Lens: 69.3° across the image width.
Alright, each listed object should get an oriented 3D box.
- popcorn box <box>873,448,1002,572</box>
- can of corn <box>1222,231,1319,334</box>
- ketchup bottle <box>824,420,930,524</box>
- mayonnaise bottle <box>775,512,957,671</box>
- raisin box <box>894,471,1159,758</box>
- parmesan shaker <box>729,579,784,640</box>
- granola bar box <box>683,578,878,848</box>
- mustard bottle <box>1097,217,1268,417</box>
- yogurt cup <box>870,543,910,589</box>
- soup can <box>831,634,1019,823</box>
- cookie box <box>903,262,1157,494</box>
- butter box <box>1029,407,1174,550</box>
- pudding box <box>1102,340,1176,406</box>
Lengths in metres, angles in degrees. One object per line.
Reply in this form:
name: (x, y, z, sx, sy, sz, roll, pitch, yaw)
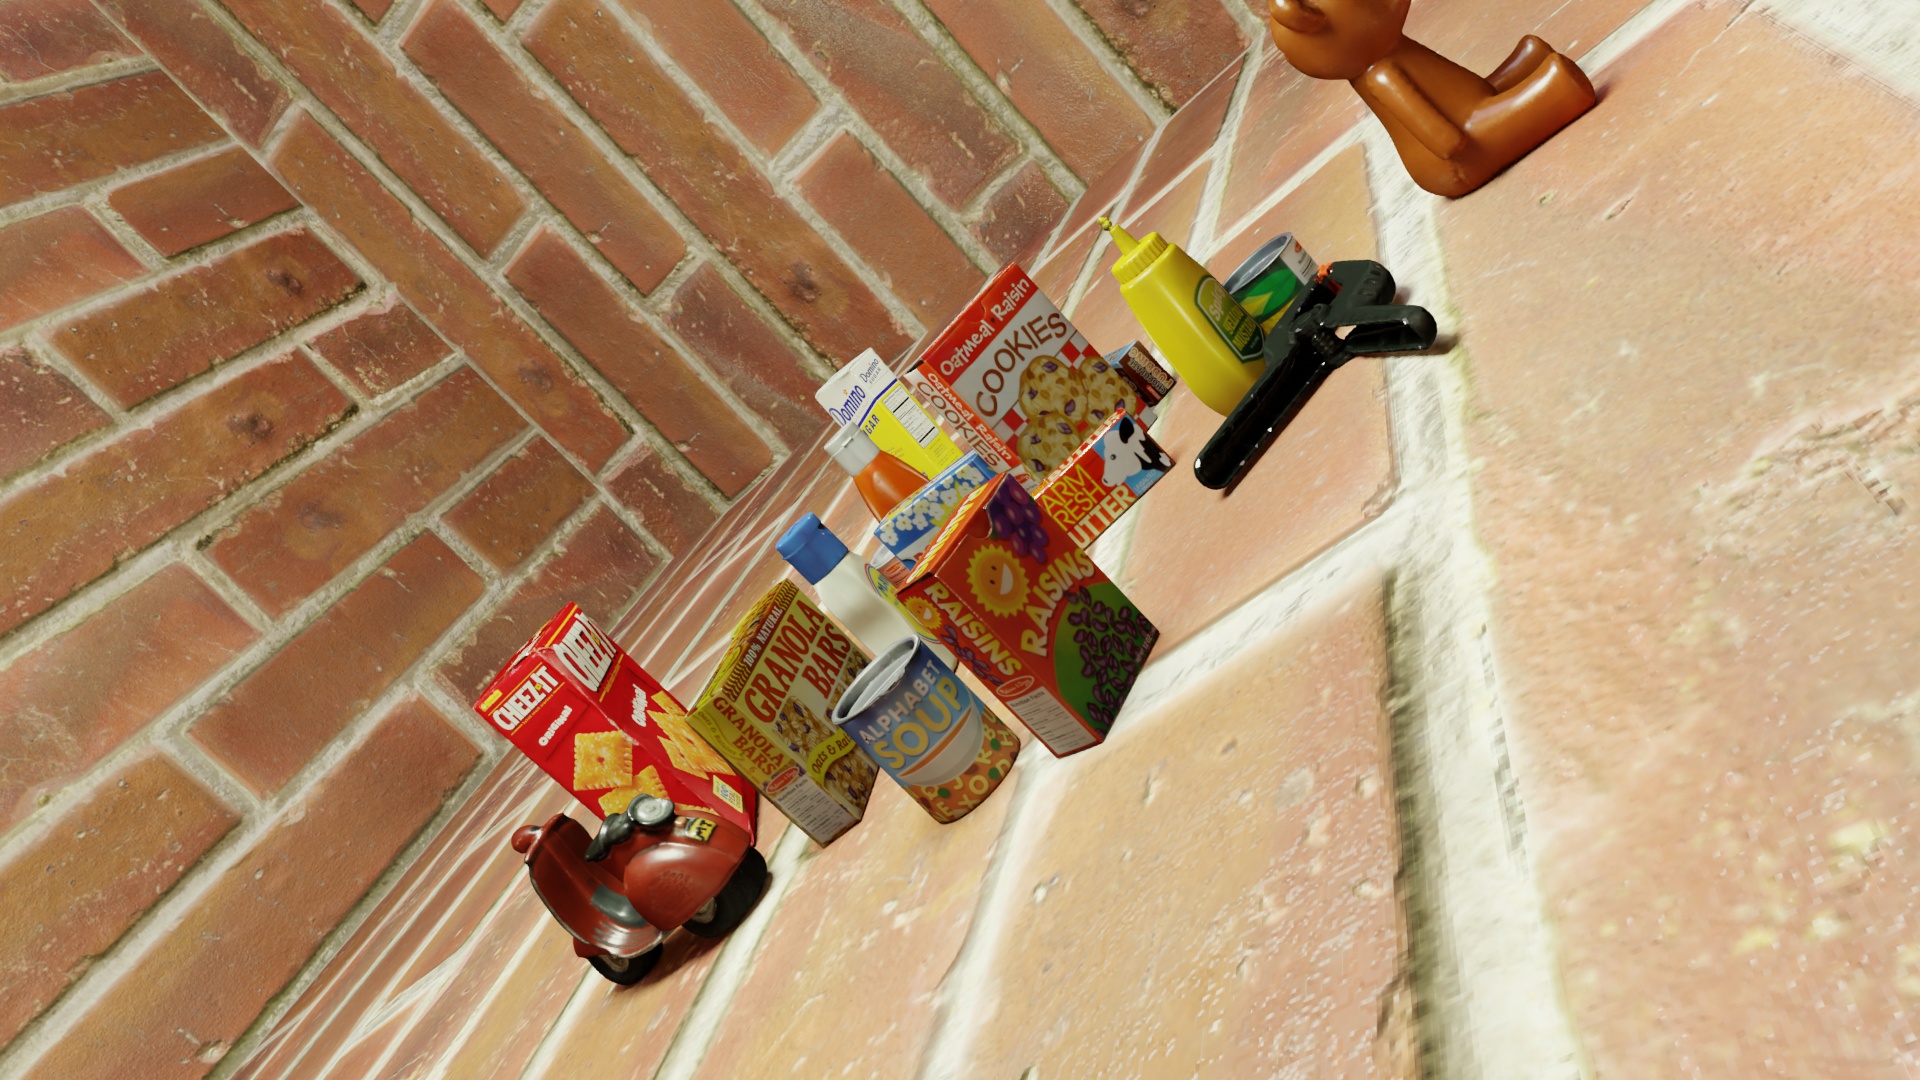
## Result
popcorn box: (0.004, -0.014, 1.097, 0.126, 0.085, 0.038, -35, 15, 39)
can of corn: (0.222, -0.171, 0.974, 0.071, 0.058, 0.071, -42, 12, 11)
ketchup bottle: (-0.059, -0.044, 1.260, 0.065, 0.148, 0.043, -45, 11, -6)
mayonnaise bottle: (-0.065, 0.044, 0.973, 0.041, 0.148, 0.065, -42, 12, 12)
raisin box: (0.036, 0.038, 0.712, 0.040, 0.123, 0.086, -32, 17, 48)
parmesan shaker: (-0.129, 0.092, 1.135, 0.071, 0.103, 0.071, -42, 12, 11)
granola bar box: (-0.107, 0.112, 0.937, 0.039, 0.124, 0.166, -40, 12, 21)
mustard bottle: (0.146, -0.154, 0.919, 0.048, 0.160, 0.066, -34, 16, 43)
yogurt cup: (-0.037, 0.018, 1.204, 0.072, 0.054, 0.072, -42, 12, 11)
soup can: (-0.018, 0.104, 0.762, 0.071, 0.083, 0.071, -42, 12, 11)
cookie box: (0.056, -0.110, 1.053, 0.123, 0.167, 0.040, -51, 13, -29)
butter box: (0.093, -0.038, 0.960, 0.103, 0.053, 0.024, -44, 11, 3)
pudding box: (0.136, -0.133, 1.154, 0.030, 0.049, 0.083, -48, 12, -17)
